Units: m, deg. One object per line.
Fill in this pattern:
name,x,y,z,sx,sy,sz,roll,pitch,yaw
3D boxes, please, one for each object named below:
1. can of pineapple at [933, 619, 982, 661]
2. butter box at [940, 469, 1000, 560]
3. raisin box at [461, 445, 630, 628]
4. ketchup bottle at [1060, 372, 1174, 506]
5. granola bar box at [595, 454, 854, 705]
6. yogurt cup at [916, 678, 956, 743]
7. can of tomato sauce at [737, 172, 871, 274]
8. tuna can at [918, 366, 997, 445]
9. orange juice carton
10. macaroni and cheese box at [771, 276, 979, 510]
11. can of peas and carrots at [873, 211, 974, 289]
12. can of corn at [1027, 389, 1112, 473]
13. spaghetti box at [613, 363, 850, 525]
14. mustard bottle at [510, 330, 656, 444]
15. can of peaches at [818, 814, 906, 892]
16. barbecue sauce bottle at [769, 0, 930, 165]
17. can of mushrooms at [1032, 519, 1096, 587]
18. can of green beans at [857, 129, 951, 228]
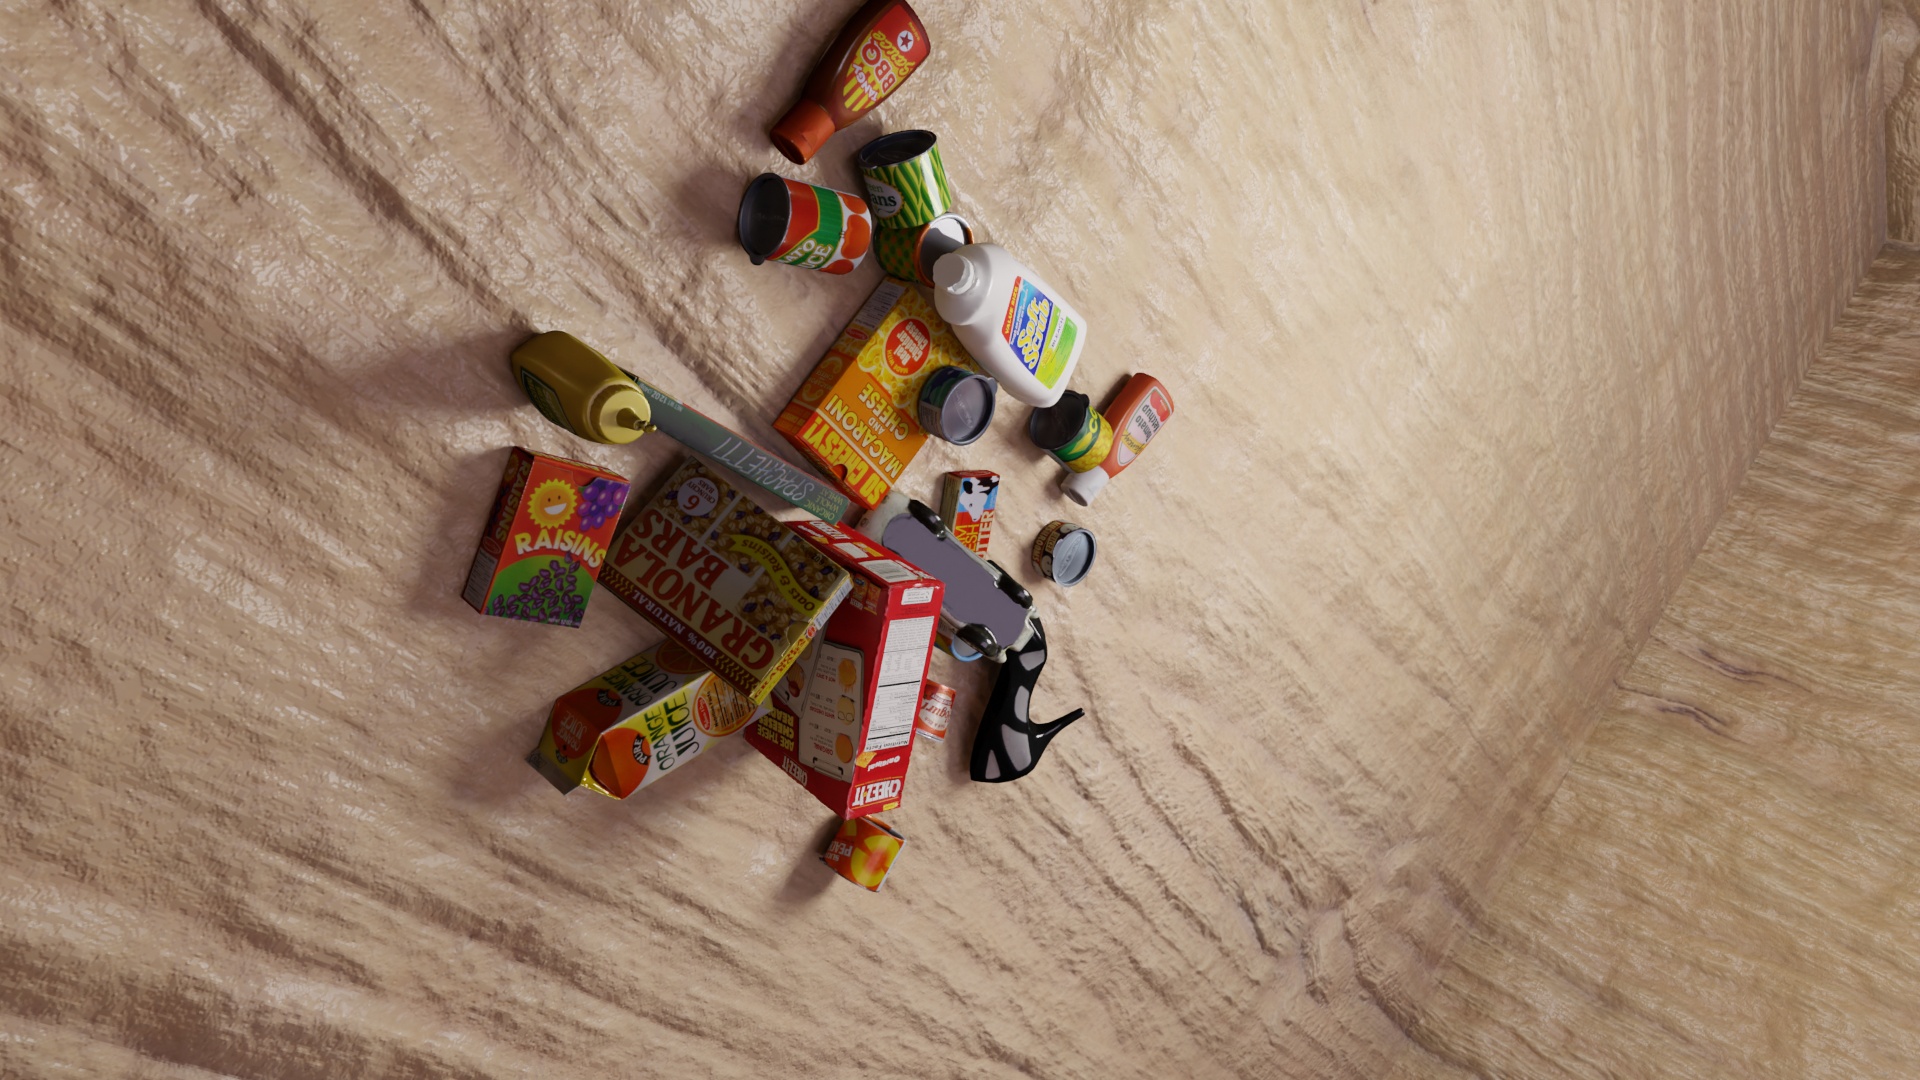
can of pineapple,-0.003,0.080,1.367,0.071,0.058,0.070,-21,123,-37
butter box,0.005,-0.017,1.353,0.053,0.024,0.103,-6,113,-42
raisin box,-0.311,-0.001,1.043,0.086,0.040,0.123,16,97,-46
ketchup bottle,0.162,-0.102,1.451,0.149,0.043,0.064,-51,136,-12
granola bar box,-0.186,0.030,1.090,0.124,0.166,0.039,-52,169,-12
yogurt cup,-0.039,0.163,1.369,0.072,0.072,0.054,30,79,-47
can of tomato sauce,-0.122,-0.245,1.090,0.083,0.071,0.071,2,108,-45
tuna can,-0.002,-0.121,1.231,0.071,0.033,0.070,-23,125,-37
orange juice carton,-0.257,0.145,1.141,0.193,0.072,0.072,-30,127,-31
macaroni and cheese box,-0.071,-0.127,1.216,0.167,0.040,0.123,-55,136,-10
can of peas and carrots,-0.031,-0.249,1.183,0.071,0.059,0.070,-20,122,-36
can of corn,0.112,-0.109,1.380,0.058,0.071,0.071,36,83,-48
spaghetti box,-0.186,-0.074,1.121,0.250,0.050,0.028,31,89,-47
mustard bottle,-0.256,-0.100,0.961,0.049,0.160,0.065,-38,130,-23
can of peaches,-0.097,0.306,1.379,0.071,0.071,0.058,35,84,-47
barbecue sauce bottle,-0.089,-0.358,1.086,0.149,0.044,0.064,-51,137,-13
can of mushrooms,0.108,0.012,1.460,0.071,0.033,0.070,-21,123,-36
can of green beans,-0.045,-0.297,1.141,0.071,0.071,0.057,-37,132,-26
